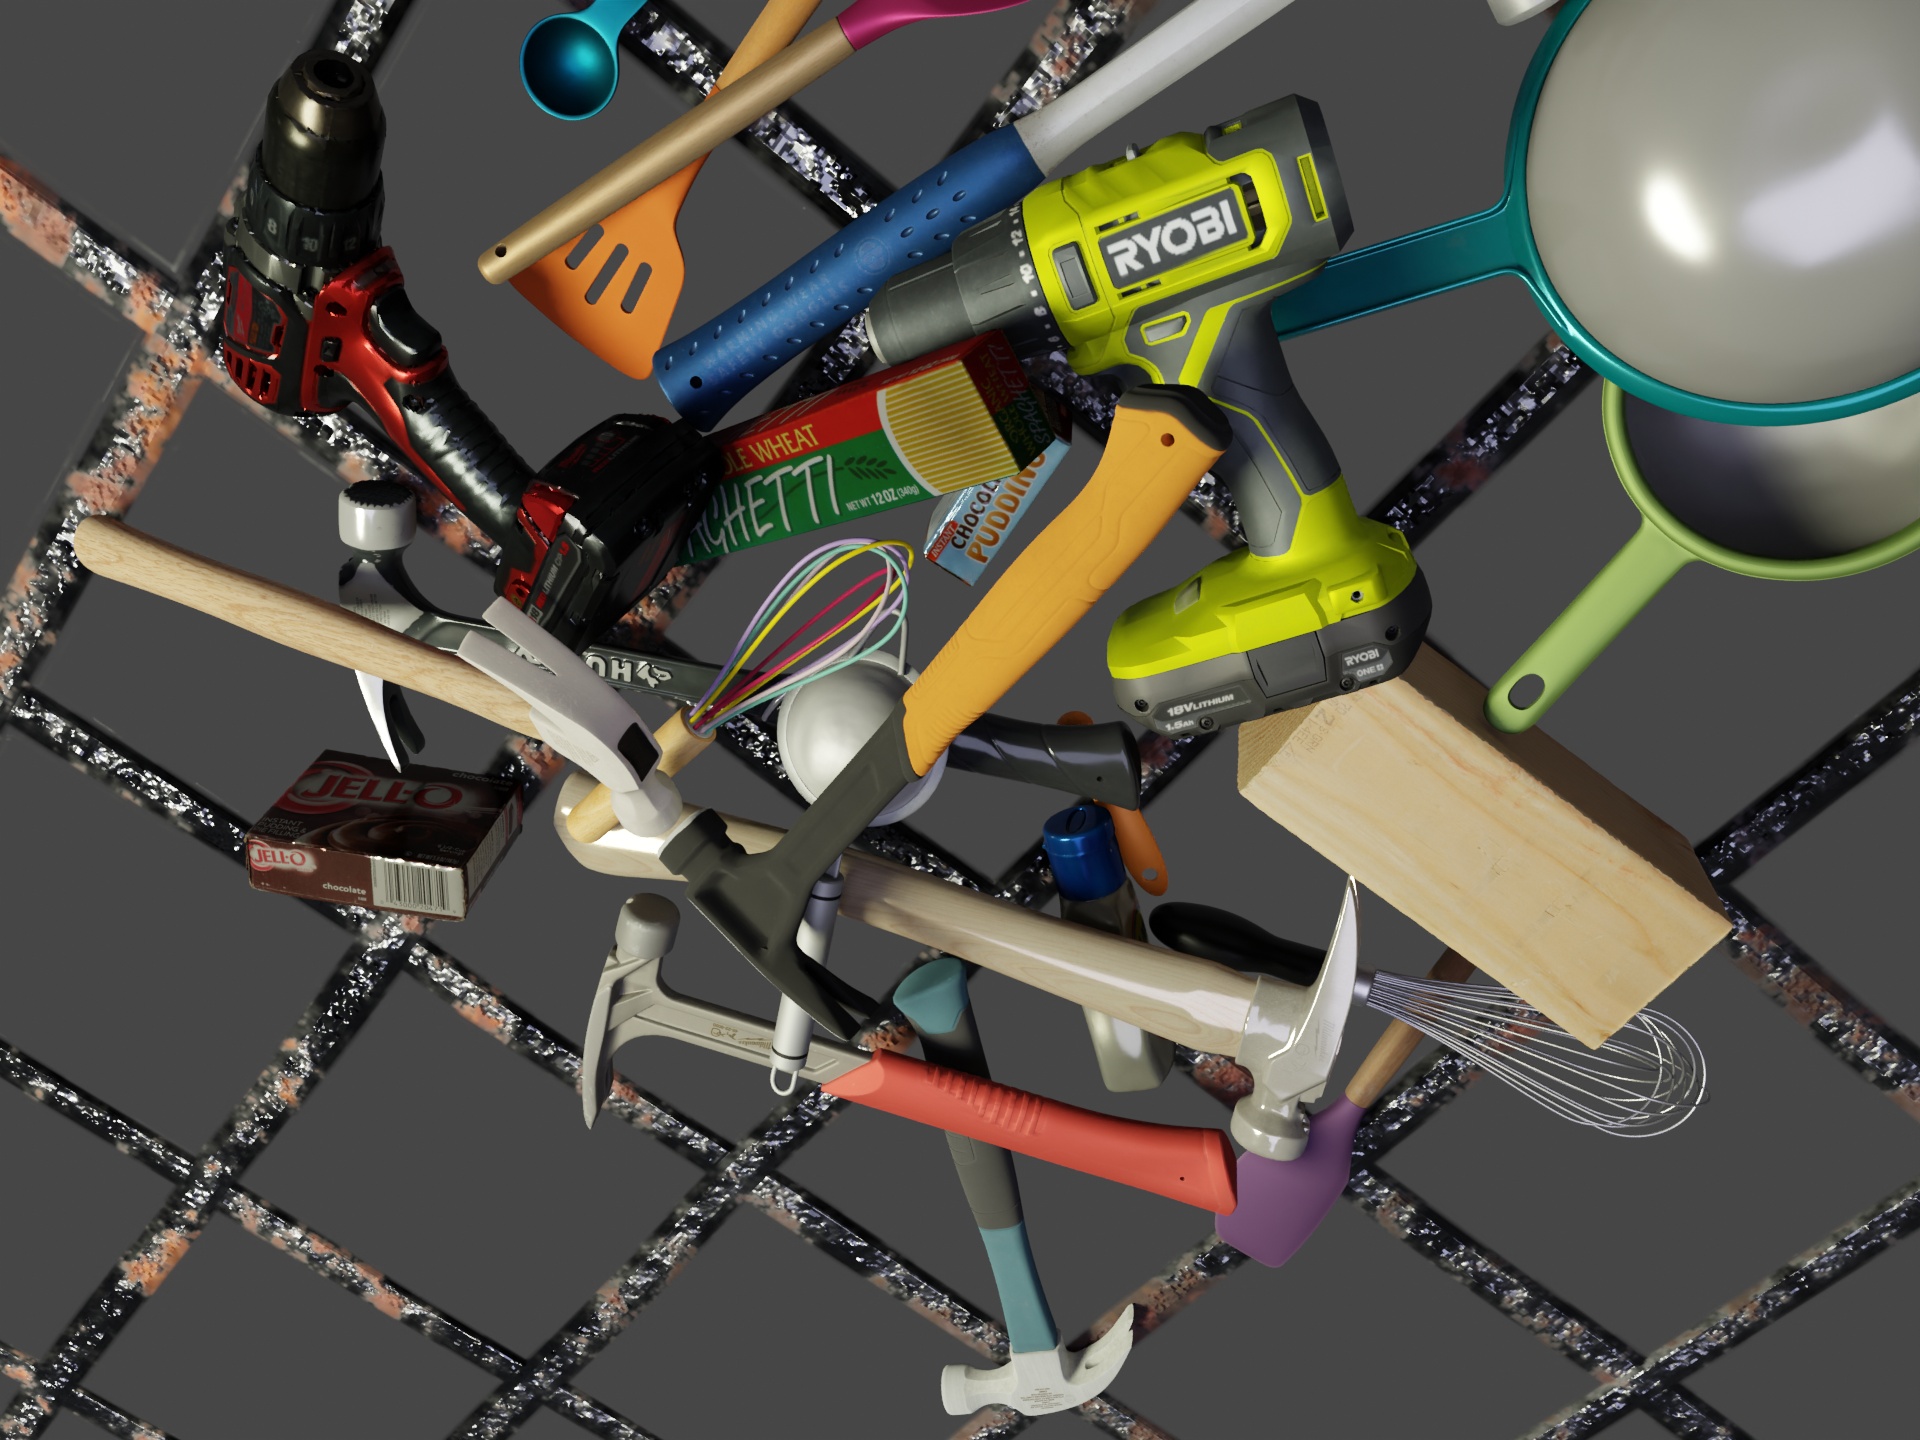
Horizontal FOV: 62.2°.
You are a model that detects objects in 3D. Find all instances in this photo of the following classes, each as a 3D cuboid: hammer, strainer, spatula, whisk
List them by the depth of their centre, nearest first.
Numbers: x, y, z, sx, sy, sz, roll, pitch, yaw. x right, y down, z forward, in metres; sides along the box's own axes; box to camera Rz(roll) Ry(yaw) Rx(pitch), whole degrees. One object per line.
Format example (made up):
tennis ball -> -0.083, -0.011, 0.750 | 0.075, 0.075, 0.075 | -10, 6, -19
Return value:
strainer -> 0.247, -0.201, 0.600 | 0.340, 0.095, 0.211 | -13, 93, 23
hammer -> 0.035, -0.249, 0.660 | 0.405, 0.035, 0.144 | -29, 110, 19
hammer -> -0.001, -0.002, 0.666 | 0.127, 0.034, 0.336 | 45, 121, 5
spatula -> -0.081, -0.283, 0.667 | 0.081, 0.041, 0.322 | 37, 110, -14
strainer -> 0.317, -0.096, 0.677 | 0.151, 0.069, 0.256 | 42, 113, 12
hammer -> -0.286, -0.039, 0.743 | 0.331, 0.031, 0.130 | 19, 152, 18
whisk -> -0.107, -0.009, 0.752 | 0.245, 0.047, 0.051 | -38, 95, 29
strainer -> -0.064, 0.072, 0.766 | 0.087, 0.050, 0.258 | 18, 110, 15
hammer -> -0.109, -0.010, 0.792 | 0.409, 0.036, 0.149 | 12, 119, 3
hammer -> -0.011, 0.087, 0.792 | 0.411, 0.038, 0.146 | 16, 107, 12
whisk -> 0.232, 0.143, 0.807 | 0.284, 0.070, 0.070 | 16, 118, 13
hammer -> -0.026, 0.207, 0.861 | 0.359, 0.037, 0.149 | 17, 118, 0
spatula -> 0.228, 0.187, 0.869 | 0.060, 0.018, 0.315 | 30, 117, 5
hammer -> 0.019, 0.281, 0.931 | 0.128, 0.033, 0.330 | -9, 115, 12

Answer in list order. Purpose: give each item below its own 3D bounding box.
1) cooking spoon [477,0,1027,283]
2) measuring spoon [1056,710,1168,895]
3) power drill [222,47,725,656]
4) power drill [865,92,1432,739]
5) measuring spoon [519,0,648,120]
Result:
cooking spoon -> -0.067, -0.262, 0.640 | 0.319, 0.017, 0.069 | -27, 84, 15
measuring spoon -> 0.079, 0.046, 0.817 | 0.021, 0.011, 0.116 | -22, 111, 16
power drill -> -0.213, -0.148, 0.670 | 0.226, 0.080, 0.188 | 41, 143, -2
power drill -> 0.083, -0.113, 0.650 | 0.190, 0.080, 0.228 | -17, 112, 17
measuring spoon -> -0.135, -0.308, 0.666 | 0.042, 0.021, 0.128 | 41, 105, -13
